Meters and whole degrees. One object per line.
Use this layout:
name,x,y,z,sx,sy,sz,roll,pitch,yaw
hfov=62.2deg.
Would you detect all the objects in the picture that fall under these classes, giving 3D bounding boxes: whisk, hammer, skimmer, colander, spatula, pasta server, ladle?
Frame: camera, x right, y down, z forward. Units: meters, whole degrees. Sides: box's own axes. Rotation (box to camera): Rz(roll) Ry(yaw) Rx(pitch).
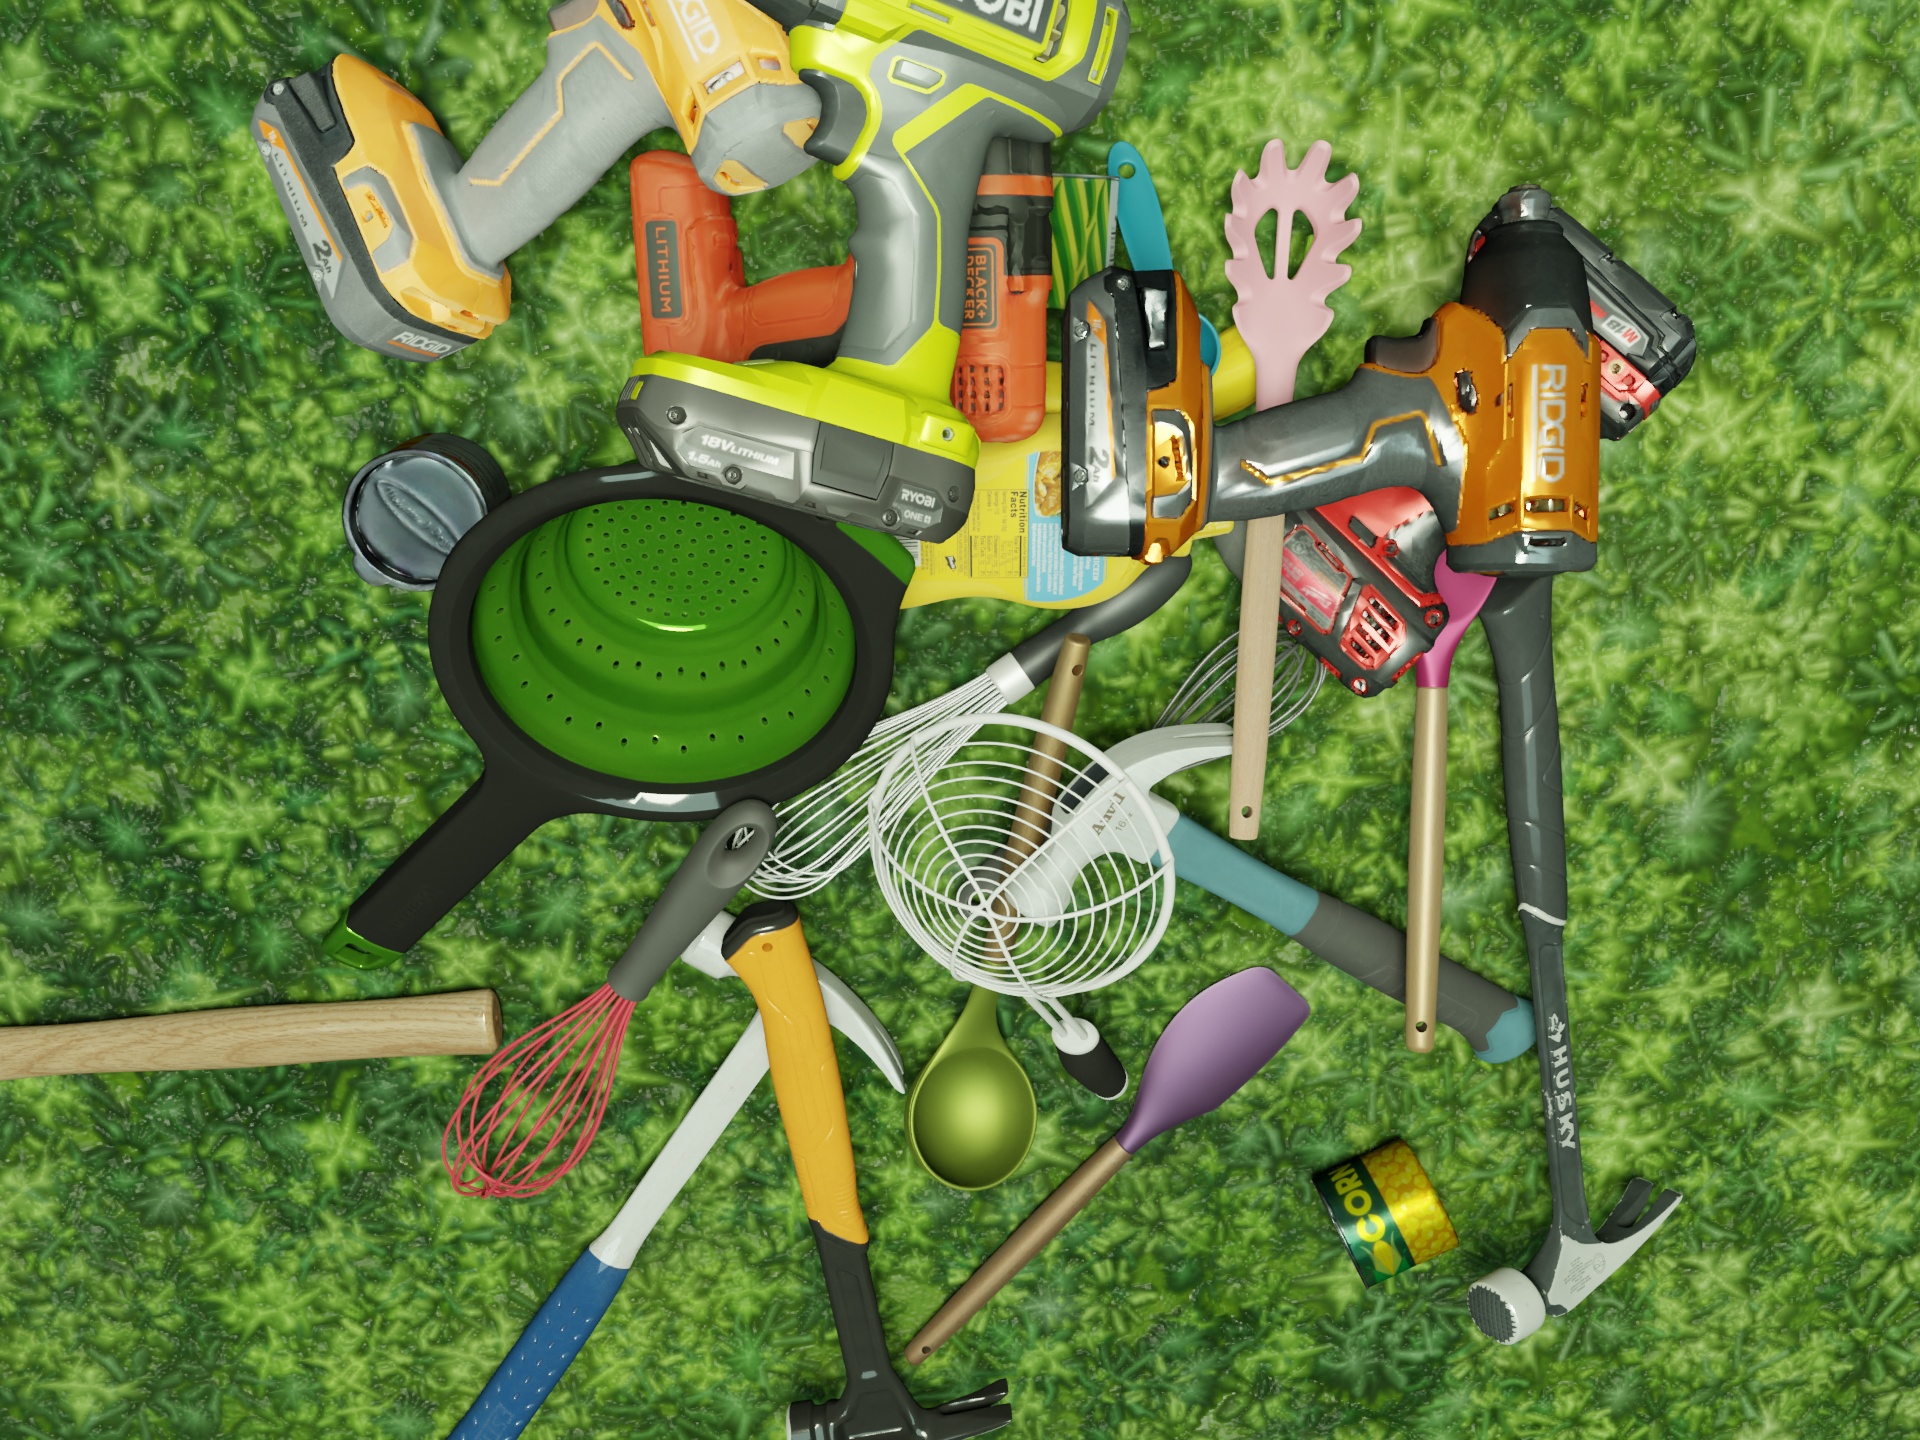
whisk,-0.002,-0.003,0.804,0.284,0.070,0.070,-35,107,2
hammer,0.318,0.122,0.853,0.149,0.036,0.409,-15,103,-30
skimmer,0.051,0.107,0.742,0.127,0.363,0.090,10,70,18
hammer,-0.186,0.296,0.893,0.144,0.035,0.405,32,103,-13
hammer,-0.062,0.250,0.850,0.127,0.034,0.336,-11,108,0
whisk,-0.178,0.147,0.809,0.073,0.073,0.295,33,113,-13
hammer,-0.411,0.167,0.837,0.331,0.031,0.130,-4,108,-3
colander,-0.191,-0.009,0.775,0.204,0.095,0.397,34,121,-30
spatula,0.074,0.259,0.911,0.059,0.018,0.316,40,99,-11
whisk,0.091,0.031,0.828,0.239,0.055,0.055,-39,106,13
hammer,0.185,0.106,0.827,0.330,0.033,0.128,29,100,-25
pasta server,0.142,-0.102,0.732,0.060,0.040,0.316,4,93,4
ladle,0.029,0.106,0.812,0.078,0.062,0.320,-2,120,-27

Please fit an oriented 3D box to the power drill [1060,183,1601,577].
power drill,0.157,-0.143,0.677,0.226,0.084,0.164,0,94,1

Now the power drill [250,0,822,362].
power drill,-0.181,-0.275,0.664,0.226,0.084,0.185,-25,86,15

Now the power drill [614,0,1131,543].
power drill,-0.044,-0.190,0.591,0.171,0.080,0.223,13,95,-23

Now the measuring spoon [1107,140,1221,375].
measuring spoon,0.089,-0.210,0.745,0.042,0.021,0.129,-13,79,0

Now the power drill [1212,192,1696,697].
power drill,0.221,-0.133,0.757,0.143,0.078,0.219,46,105,12

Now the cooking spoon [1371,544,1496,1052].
cooking spoon,0.237,0.009,0.805,0.069,0.017,0.319,2,91,6
